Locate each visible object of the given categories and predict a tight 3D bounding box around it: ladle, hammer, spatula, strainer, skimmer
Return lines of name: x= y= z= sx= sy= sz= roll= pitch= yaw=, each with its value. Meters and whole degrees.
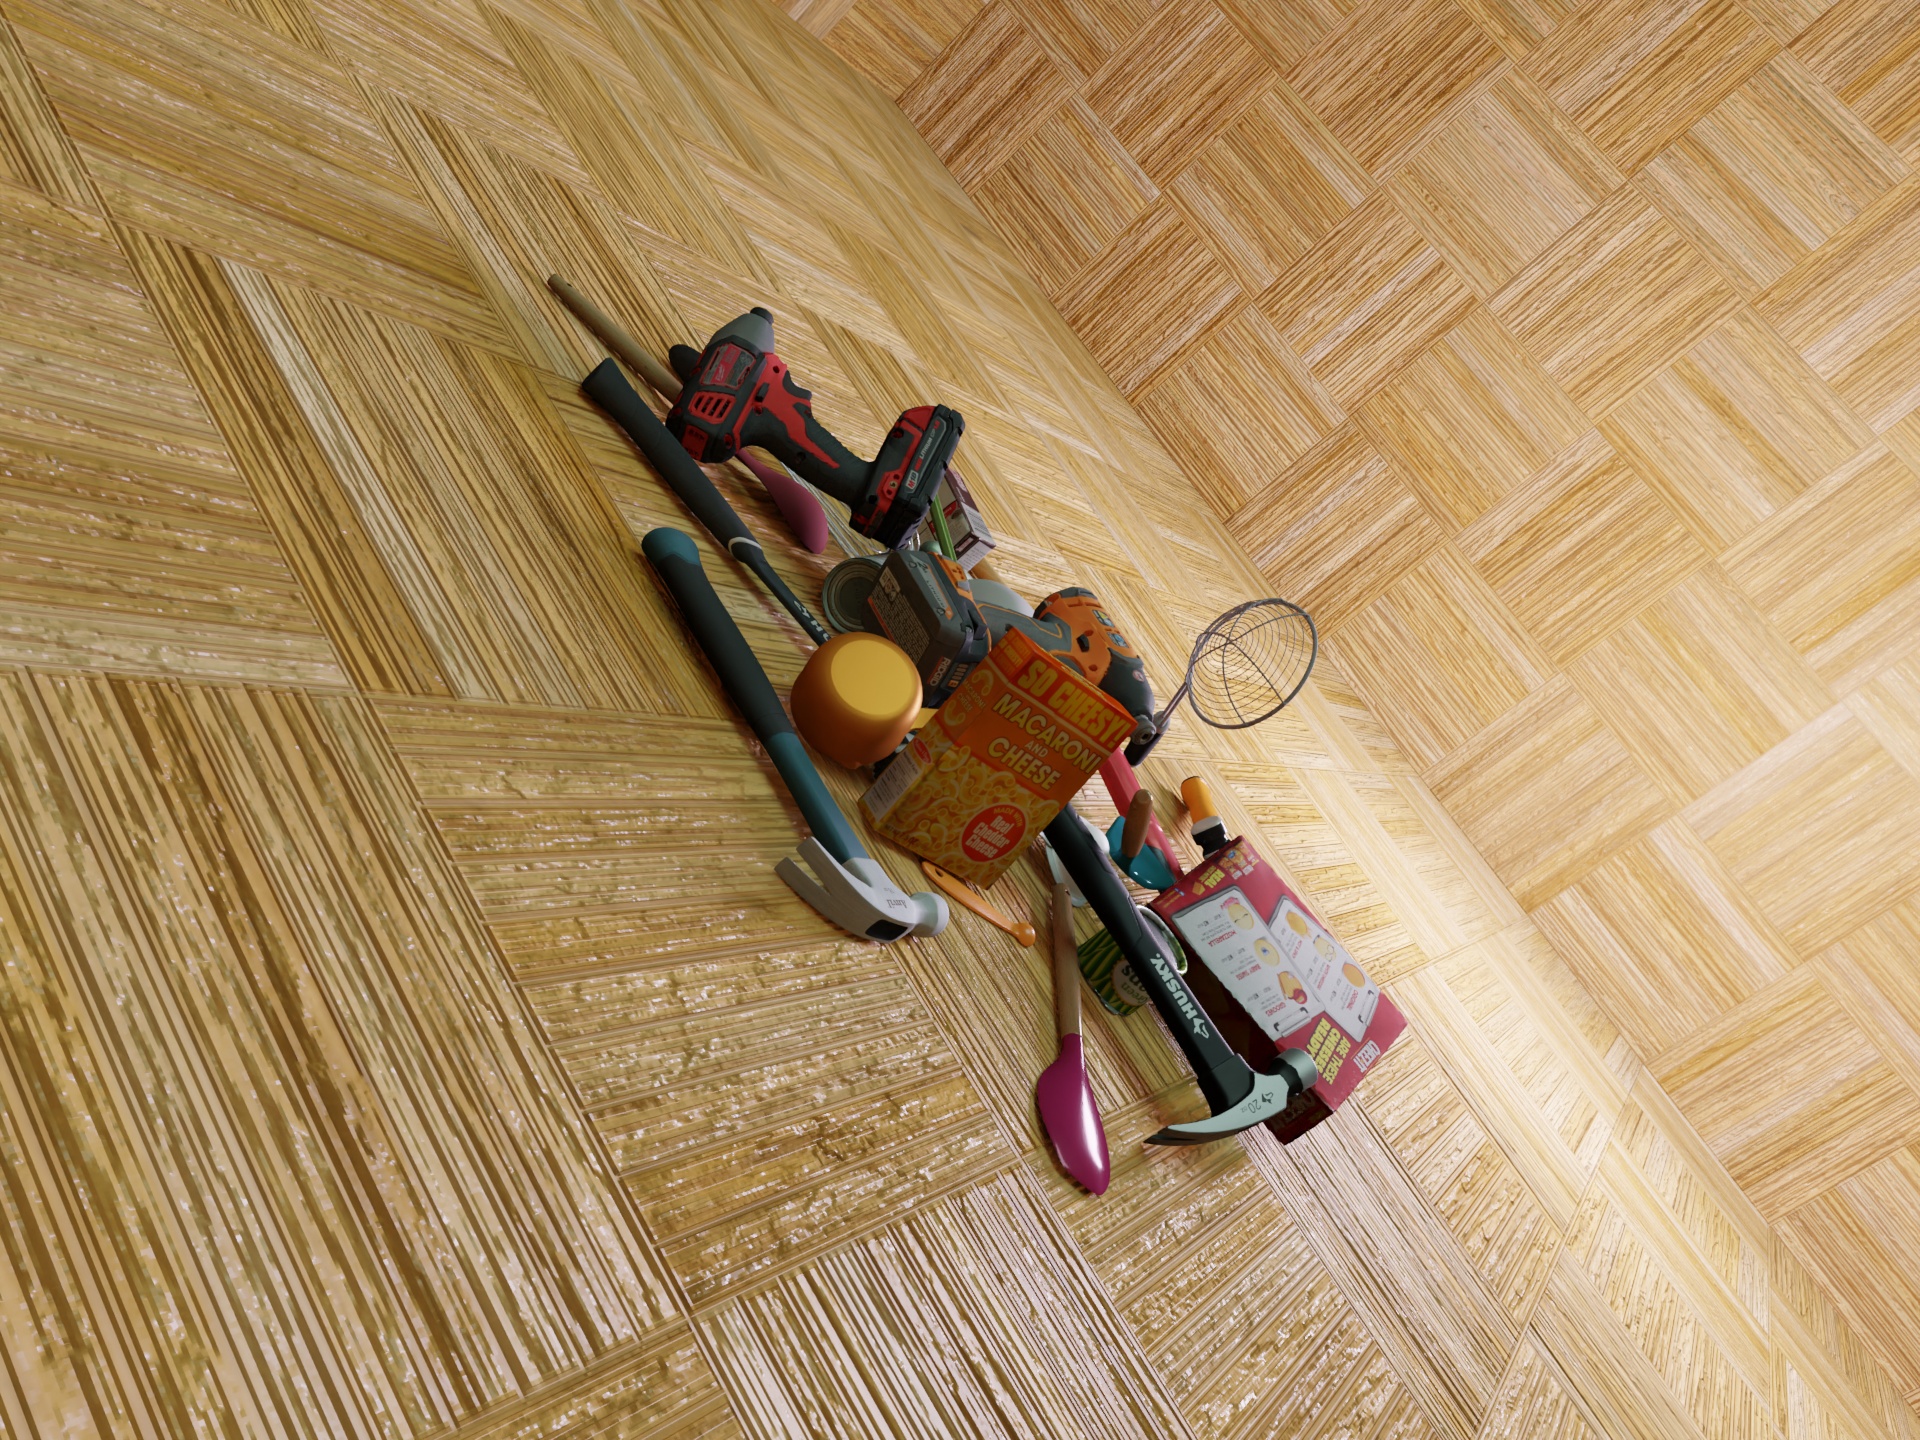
ladle: x=-0.222 y=-0.258 z=1.337 sx=0.315 sy=0.031 sz=0.069 roll=43 pitch=20 yaw=-14
hammer: x=-0.124 y=0.003 z=1.049 sx=0.331 sy=0.033 sz=0.128 roll=57 pitch=20 yaw=22
hammer: x=0.169 y=0.124 z=1.437 sx=0.143 sy=0.038 sz=0.387 roll=7 pitch=47 yaw=-41
spatula: x=0.143 y=0.088 z=1.255 sx=0.082 sy=0.044 sz=0.317 roll=53 pitch=-6 yaw=14
strainer: x=0.025 y=-0.115 z=1.393 sx=0.151 sy=0.069 sz=0.256 roll=-51 pitch=125 yaw=-78
hammer: x=0.119 y=0.154 z=1.167 sx=0.146 sy=0.035 sz=0.335 roll=-21 pitch=71 yaw=-36
skimmer: x=0.231 y=-0.008 z=1.495 sx=0.090 sy=0.127 sz=0.363 roll=19 pitch=-20 yaw=-1
hammer: x=0.253 y=0.119 z=1.575 sx=0.127 sy=0.034 sz=0.337 roll=64 pitch=7 yaw=-8
hammer: x=-0.149 y=-0.118 z=1.218 sx=0.409 sy=0.036 sz=0.149 roll=50 pitch=18 yaw=2
strainer: x=0.058 y=0.082 z=1.255 sx=0.258 sy=0.050 sz=0.087 roll=33 pitch=46 yaw=-45

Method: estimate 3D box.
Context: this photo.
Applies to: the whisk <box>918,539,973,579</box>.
whisk: x=0.036 y=-0.089 z=1.511 sx=0.058 sy=0.059 sz=0.246 roll=7 pitch=-29 yaw=46

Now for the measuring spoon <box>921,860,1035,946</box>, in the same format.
measuring spoon: x=0.015 y=0.130 z=1.147 sx=0.116 sy=0.011 sz=0.021 roll=38 pitch=22 yaw=-29

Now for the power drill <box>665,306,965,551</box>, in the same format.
power drill: x=-0.117 y=-0.244 z=1.303 sx=0.219 sy=0.078 sz=0.143 roll=25 pitch=64 yaw=-8

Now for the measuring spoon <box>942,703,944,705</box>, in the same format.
measuring spoon: x=-0.002 y=-0.004 z=1.342 sx=0.129 sy=0.021 sz=0.042 roll=56 pitch=20 yaw=14

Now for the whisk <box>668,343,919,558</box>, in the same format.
whisk: x=-0.148 y=-0.234 z=1.415 sx=0.284 sy=0.070 sz=0.070 roll=42 pitch=20 yaw=-9

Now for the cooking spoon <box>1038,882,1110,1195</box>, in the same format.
cooking spoon: x=0.078 y=0.210 z=1.125 sx=0.068 sy=0.017 sz=0.319 roll=43 pitch=21 yaw=-20

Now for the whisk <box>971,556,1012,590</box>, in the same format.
whisk: x=0.076 y=-0.084 z=1.643 sx=0.245 sy=0.047 sz=0.051 roll=54 pitch=7 yaw=25

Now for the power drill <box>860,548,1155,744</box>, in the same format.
power drill: x=0.050 y=-0.050 z=1.250 sx=0.226 sy=0.084 sz=0.164 roll=9 pitch=36 yaw=-35

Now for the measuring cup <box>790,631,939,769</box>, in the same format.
measuring cup: x=-0.031 y=-0.014 z=1.129 sx=0.173 sy=0.052 sz=0.095 roll=7 pitch=60 yaw=-18
